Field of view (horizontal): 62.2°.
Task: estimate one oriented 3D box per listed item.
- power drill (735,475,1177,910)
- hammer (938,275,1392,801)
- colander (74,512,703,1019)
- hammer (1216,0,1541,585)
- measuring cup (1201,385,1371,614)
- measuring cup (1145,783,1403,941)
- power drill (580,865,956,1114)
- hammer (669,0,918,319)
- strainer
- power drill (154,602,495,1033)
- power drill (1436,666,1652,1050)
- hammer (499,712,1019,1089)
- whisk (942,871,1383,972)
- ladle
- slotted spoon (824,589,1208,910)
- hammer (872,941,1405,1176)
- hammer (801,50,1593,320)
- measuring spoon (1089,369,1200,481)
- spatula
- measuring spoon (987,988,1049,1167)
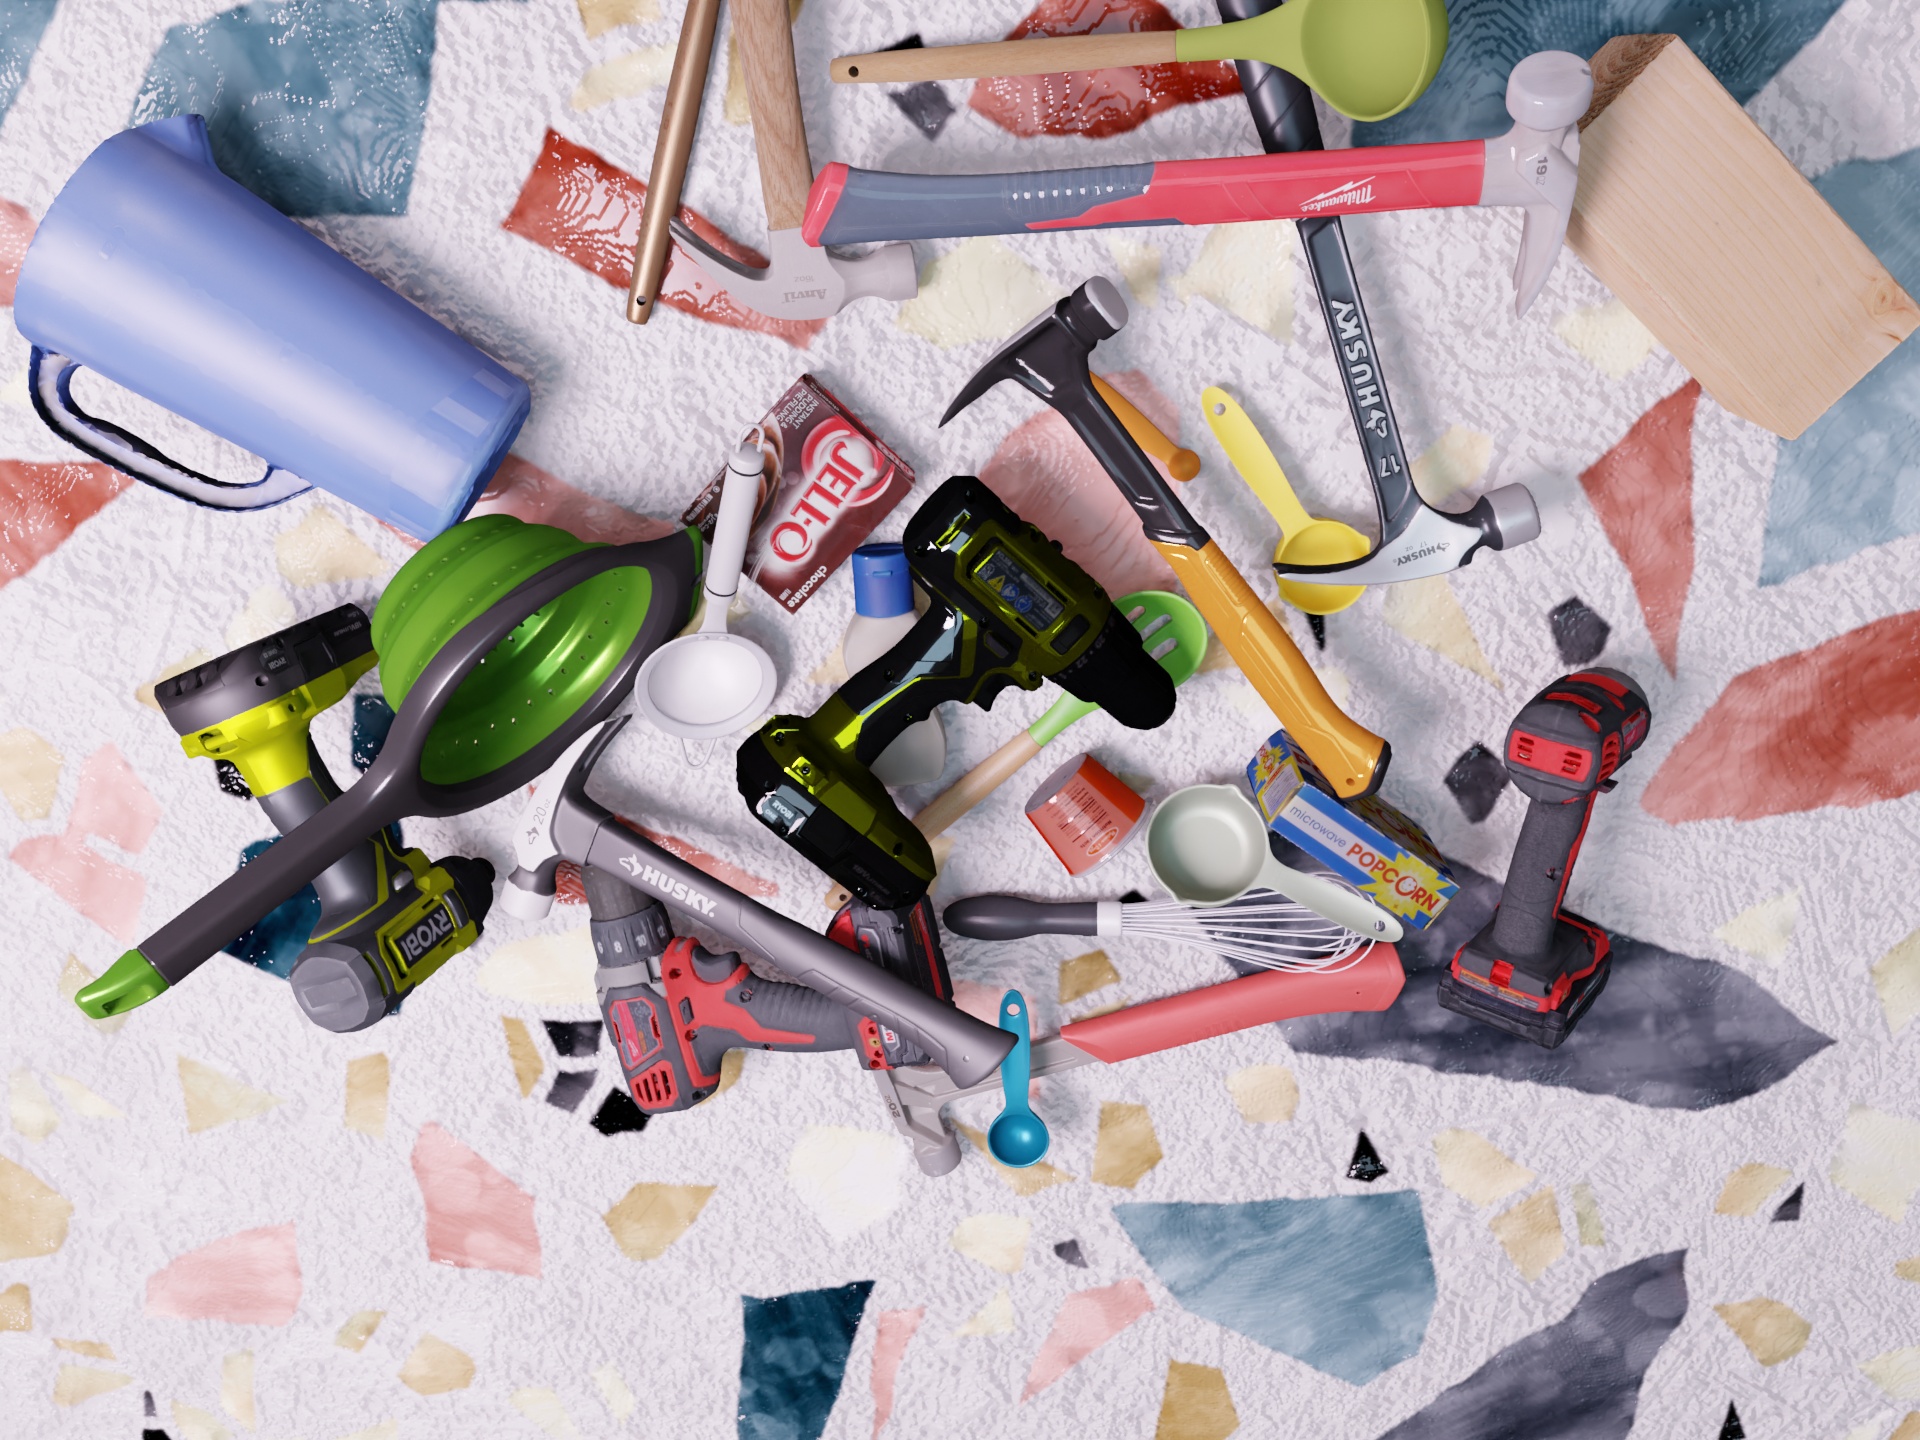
[{"bbox_3d":[-0.001,-0.003,0.932,0.190,0.080,0.228,40,97,-19],"label":"power drill"},{"bbox_3d":[0.132,-0.084,0.914,0.127,0.034,0.336,-31,103,38],"label":"hammer"},{"bbox_3d":[-0.316,0.000,0.864,0.094,0.204,0.397,43,63,11],"label":"colander"},{"bbox_3d":[0.192,-0.264,0.870,0.149,0.036,0.408,-19,106,8],"label":"hammer"},{"bbox_3d":[0.187,-0.133,0.945,0.062,0.029,0.156,-34,101,10],"label":"measuring cup"},{"bbox_3d":[0.194,0.099,0.992,0.167,0.038,0.083,25,79,9],"label":"measuring cup"},{"bbox_3d":[-0.132,0.150,1.021,0.227,0.080,0.188,-11,100,15],"label":"power drill"},{"bbox_3d":[-0.106,-0.370,0.815,0.130,0.031,0.331,-9,120,-3],"label":"hammer"},{"bbox_3d":[-0.140,-0.072,0.928,0.087,0.050,0.258,1,138,-19],"label":"strainer"},{"bbox_3d":[-0.367,0.052,0.956,0.080,0.171,0.223,-18,104,19],"label":"power drill"},{"bbox_3d":[0.366,0.075,0.972,0.079,0.143,0.219,20,117,33],"label":"power drill"},{"bbox_3d":[-0.117,0.121,0.955,0.335,0.035,0.146,27,106,12],"label":"hammer"},{"bbox_3d":[0.129,0.130,1.034,0.284,0.070,0.070,0,112,6],"label":"whisk"},{"bbox_3d":[0.083,-0.341,0.814,0.320,0.062,0.078,2,121,14],"label":"ladle"},{"bbox_3d":[0.027,0.025,1.008,0.313,0.031,0.070,-40,106,17],"label":"slotted spoon"},{"bbox_3d":[0.117,0.202,1.073,0.359,0.037,0.149,-17,111,8],"label":"hammer"},{"bbox_3d":[0.111,-0.259,0.820,0.386,0.038,0.143,0,149,10],"label":"hammer"},{"bbox_3d":[0.094,-0.178,0.933,0.117,0.011,0.021,35,108,-12],"label":"measuring spoon"},{"bbox_3d":[-0.142,-0.364,0.844,0.082,0.044,0.317,12,113,-13],"label":"spatula"},{"bbox_3d":[0.038,0.237,1.065,0.042,0.021,0.128,-1,103,4],"label":"measuring spoon"}]
